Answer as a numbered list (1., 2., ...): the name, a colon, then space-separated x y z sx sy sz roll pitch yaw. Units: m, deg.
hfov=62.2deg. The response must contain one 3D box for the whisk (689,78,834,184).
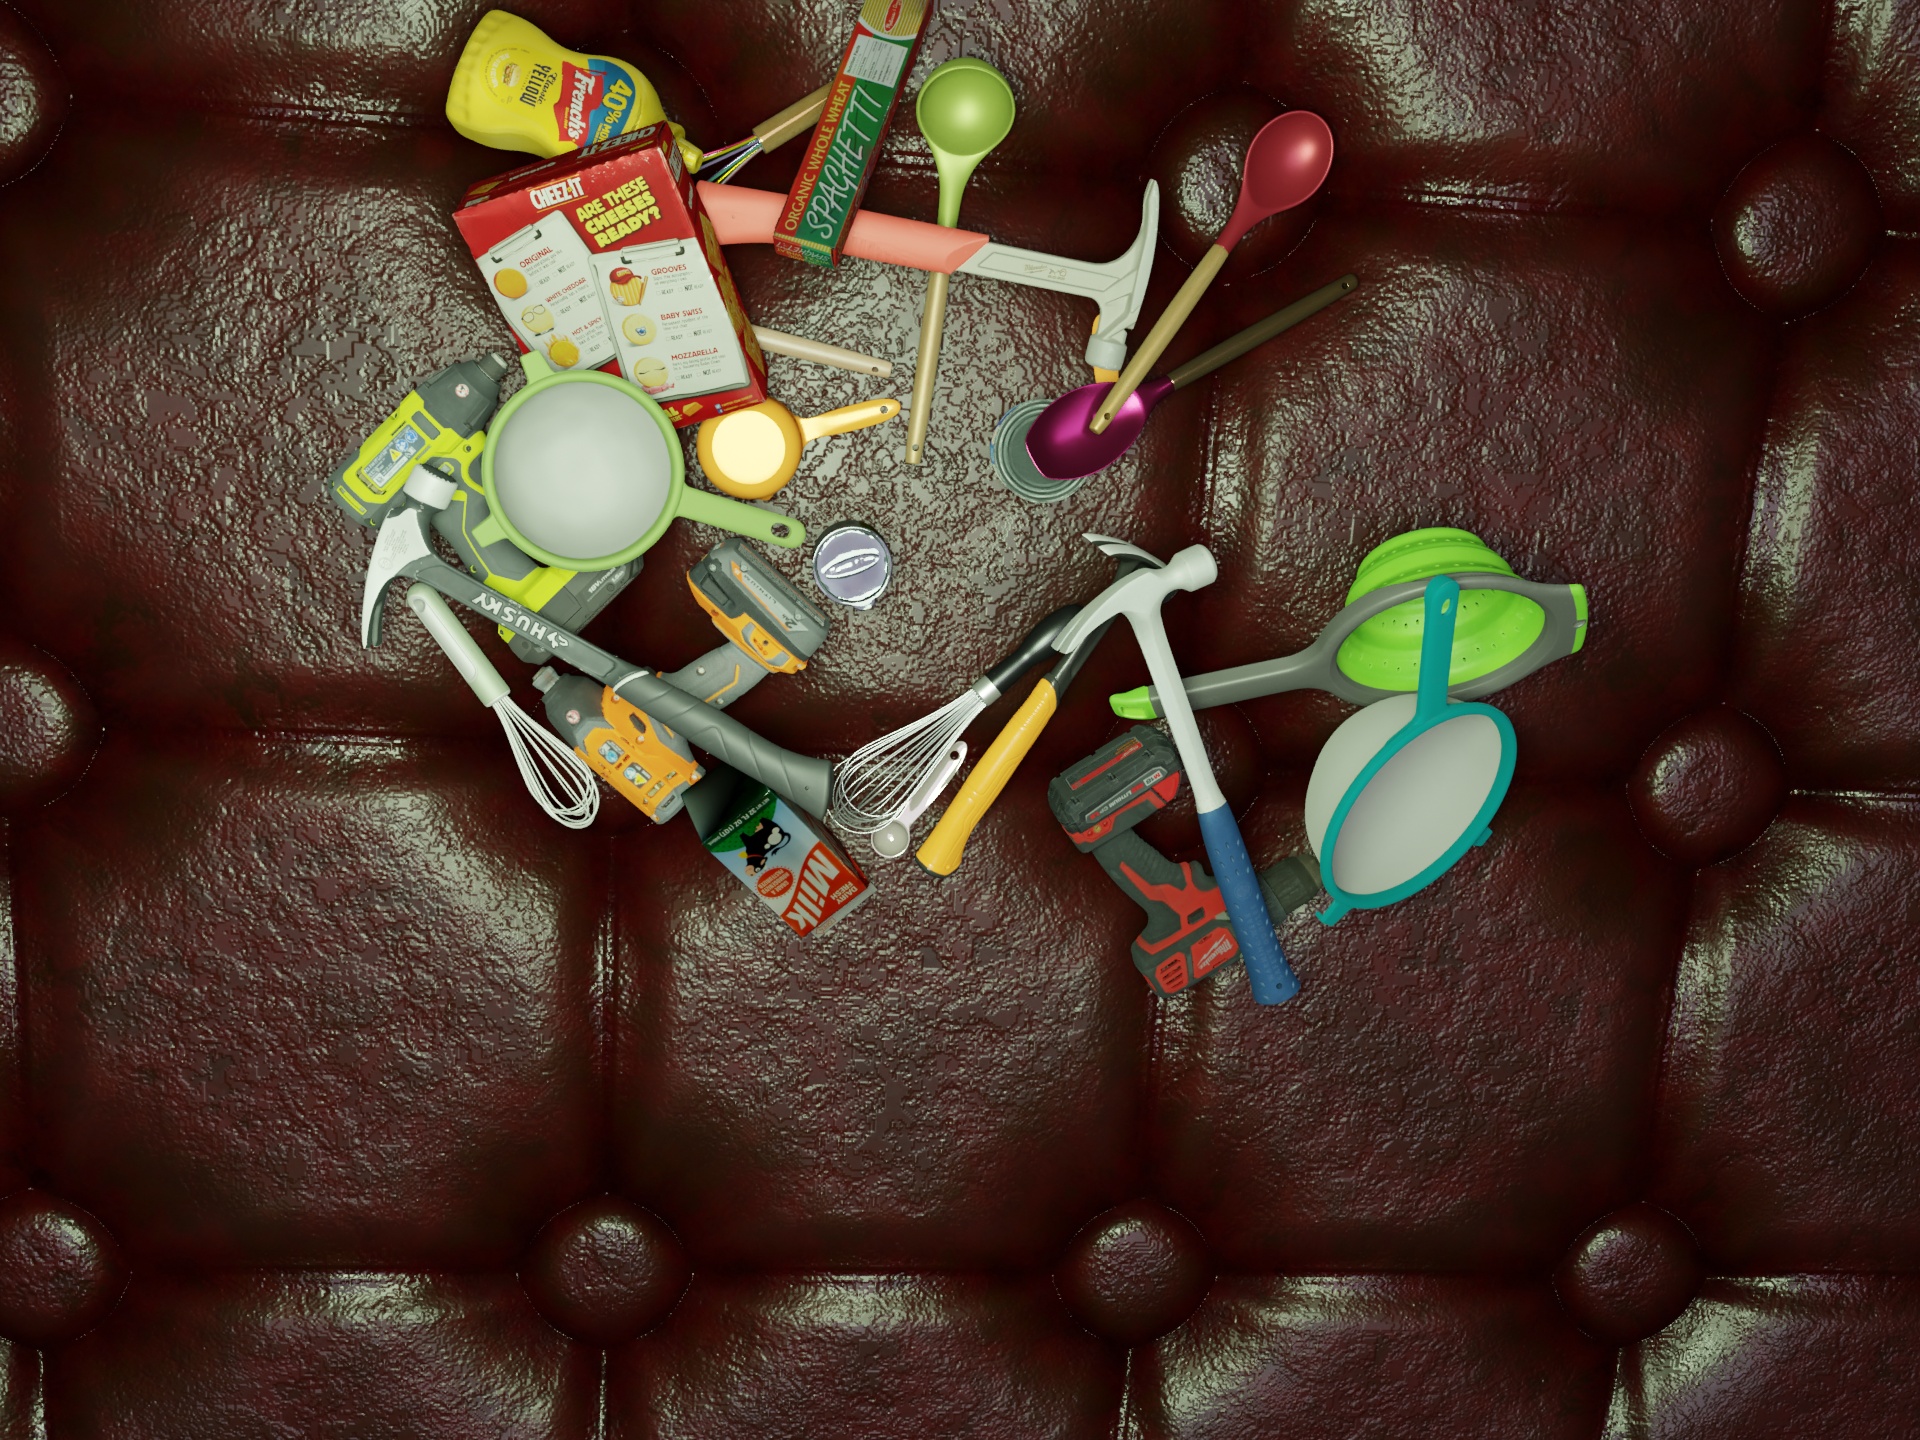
1. whisk: -0.178 -0.448 1.267 0.245 0.051 0.047 -33 124 -2

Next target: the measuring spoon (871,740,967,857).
1. measuring spoon: -0.035 0.067 1.402 0.034 0.018 0.124 38 89 -12

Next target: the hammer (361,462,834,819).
1. hammer: -0.278 -0.036 1.242 0.409 0.036 0.149 30 98 -1

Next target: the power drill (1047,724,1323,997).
1. power drill: 0.201 0.115 1.403 0.188 0.080 0.226 -32 106 2

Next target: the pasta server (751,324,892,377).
1. pasta server: -0.210 -0.318 1.288 0.316 0.040 0.060 12 127 -10

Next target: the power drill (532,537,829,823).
1. power drill: -0.237 -0.043 1.324 0.164 0.084 0.226 42 99 -12

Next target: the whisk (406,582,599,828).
1. whisk: -0.384 -0.012 1.335 0.058 0.059 0.246 -30 100 30

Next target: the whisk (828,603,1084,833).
1. whisk: -0.002 -0.005 1.367 0.284 0.070 0.070 -41 103 -1

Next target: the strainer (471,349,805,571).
1. strainer: -0.247 -0.182 1.244 0.256 0.069 0.151 14 97 -26

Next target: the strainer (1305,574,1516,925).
1. strainer: 0.365 0.005 1.338 0.211 0.095 0.340 -24 132 -19

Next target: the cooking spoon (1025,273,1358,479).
1. cooking spoon: 0.196 -0.292 1.321 0.319 0.017 0.068 -30 96 -7

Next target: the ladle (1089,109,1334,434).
1. ladle: 0.200 -0.363 1.300 0.069 0.031 0.315 36 87 -15

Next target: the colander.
1. colander: 0.320 -0.081 1.362 0.397 0.204 0.095 -12 60 14

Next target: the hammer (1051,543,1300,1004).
1. hammer: 0.202 0.065 1.332 0.144 0.035 0.405 -25 109 -9

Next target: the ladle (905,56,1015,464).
1. ladle: -0.015 -0.366 1.288 0.078 0.062 0.320 7 104 -8

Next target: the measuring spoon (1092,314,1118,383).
1. measuring spoon: 0.125 -0.283 1.341 0.021 0.011 0.117 -8 103 -4

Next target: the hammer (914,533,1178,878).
1. hammer: 0.059 -0.005 1.358 0.127 0.034 0.337 17 110 -54

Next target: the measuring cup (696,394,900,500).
1. measuring cup: -0.133 -0.236 1.305 0.173 0.052 0.095 -15 103 0

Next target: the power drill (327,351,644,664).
1. power drill: -0.371 -0.171 1.286 0.171 0.080 0.223 -43 99 5

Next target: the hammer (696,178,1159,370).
1. hammer: -0.028 -0.382 1.247 0.359 0.037 0.149 10 110 -6
